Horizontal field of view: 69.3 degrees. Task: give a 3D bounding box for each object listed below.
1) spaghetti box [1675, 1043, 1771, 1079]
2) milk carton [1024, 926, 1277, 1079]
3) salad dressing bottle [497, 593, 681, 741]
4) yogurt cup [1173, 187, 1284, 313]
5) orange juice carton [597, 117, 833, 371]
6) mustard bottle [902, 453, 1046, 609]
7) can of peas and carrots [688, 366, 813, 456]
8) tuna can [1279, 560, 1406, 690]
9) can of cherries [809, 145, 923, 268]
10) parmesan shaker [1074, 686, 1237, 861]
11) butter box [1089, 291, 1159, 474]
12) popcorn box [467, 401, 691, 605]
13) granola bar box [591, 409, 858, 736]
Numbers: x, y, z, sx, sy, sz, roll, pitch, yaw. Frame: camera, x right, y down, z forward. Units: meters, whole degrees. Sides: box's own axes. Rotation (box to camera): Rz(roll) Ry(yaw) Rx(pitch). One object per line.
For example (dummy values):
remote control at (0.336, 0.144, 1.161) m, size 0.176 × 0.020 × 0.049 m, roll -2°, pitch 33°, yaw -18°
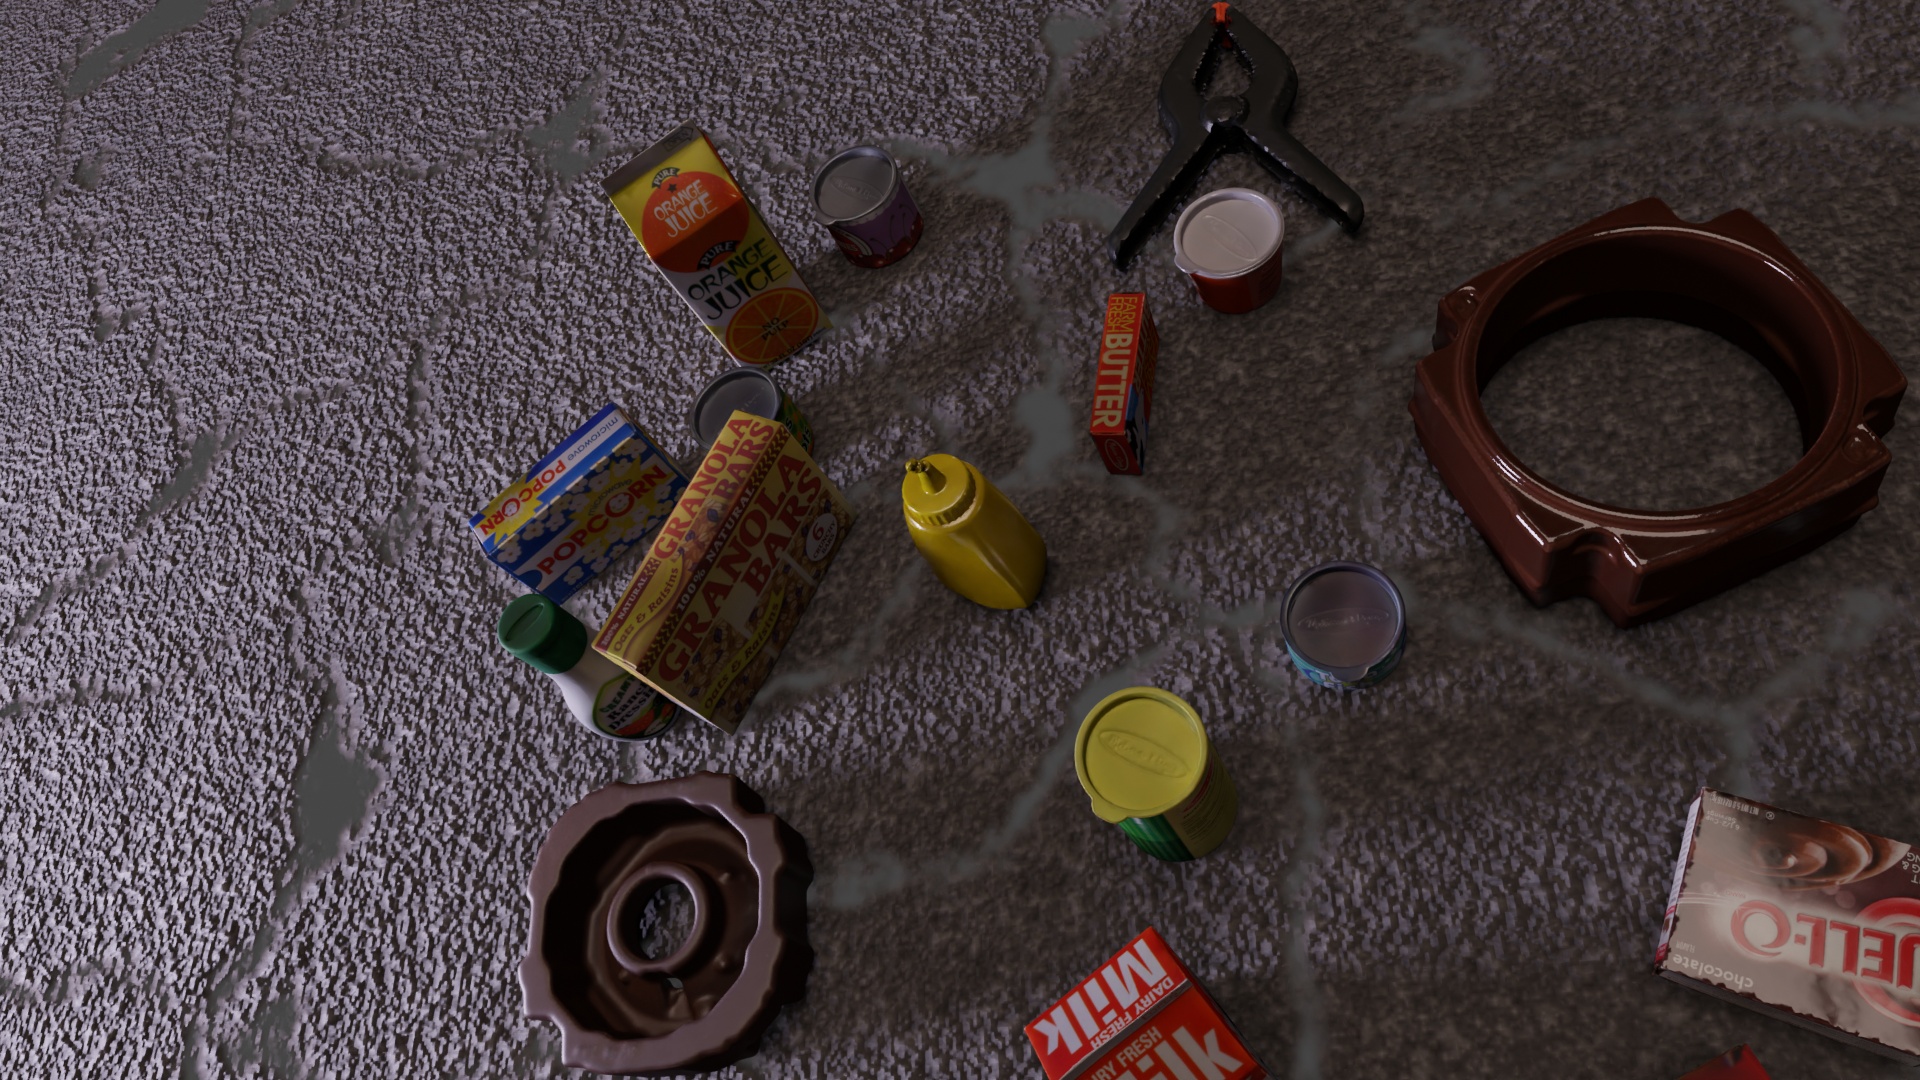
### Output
spaghetti box at (0.243, 0.299, 0.614) m, size 0.250 × 0.050 × 0.029 m, roll -31°, pitch 59°, yaw 2°
milk carton at (0.089, 0.232, 0.620) m, size 0.072 × 0.190 × 0.073 m, roll -39°, pitch 58°, yaw -2°
salad dressing bottle at (-0.221, 0.076, 0.834) m, size 0.064 × 0.147 × 0.044 m, roll -45°, pitch 59°, yaw -6°
yogurt cup at (0.173, -0.181, 0.880) m, size 0.072 × 0.053 × 0.072 m, roll -8°, pitch 62°, yaw 16°
orange juice carton at (-0.163, -0.197, 0.926) m, size 0.072 × 0.192 × 0.073 m, roll -33°, pitch 58°, yaw 2°
mustard bottle at (0.003, -0.010, 0.791) m, size 0.065 × 0.159 × 0.049 m, roll 9°, pitch 68°, yaw 23°
can of peas and carrots at (-0.138, -0.073, 0.932) m, size 0.071 × 0.058 × 0.071 m, roll -8°, pitch 62°, yaw 16°
tuna can at (0.211, 0.049, 0.762) m, size 0.071 × 0.032 × 0.071 m, roll -8°, pitch 62°, yaw 16°
can of cherries at (-0.068, -0.235, 0.990) m, size 0.071 × 0.058 × 0.072 m, roll -8°, pitch 62°, yaw 16°
parmesan shaker at (0.102, 0.126, 0.721) m, size 0.071 × 0.102 × 0.071 m, roll -8°, pitch 62°, yaw 16°
butter box at (0.103, -0.098, 0.863) m, size 0.024 × 0.053 × 0.104 m, roll 1°, pitch 65°, yaw 20°
popcorn box at (-0.251, -0.023, 0.932) m, size 0.127 × 0.085 × 0.038 m, roll -41°, pitch 59°, yaw -3°
granola bar box at (-0.138, 0.021, 0.846) m, size 0.039 × 0.124 × 0.166 m, roll 20°, pitch 73°, yaw 27°
